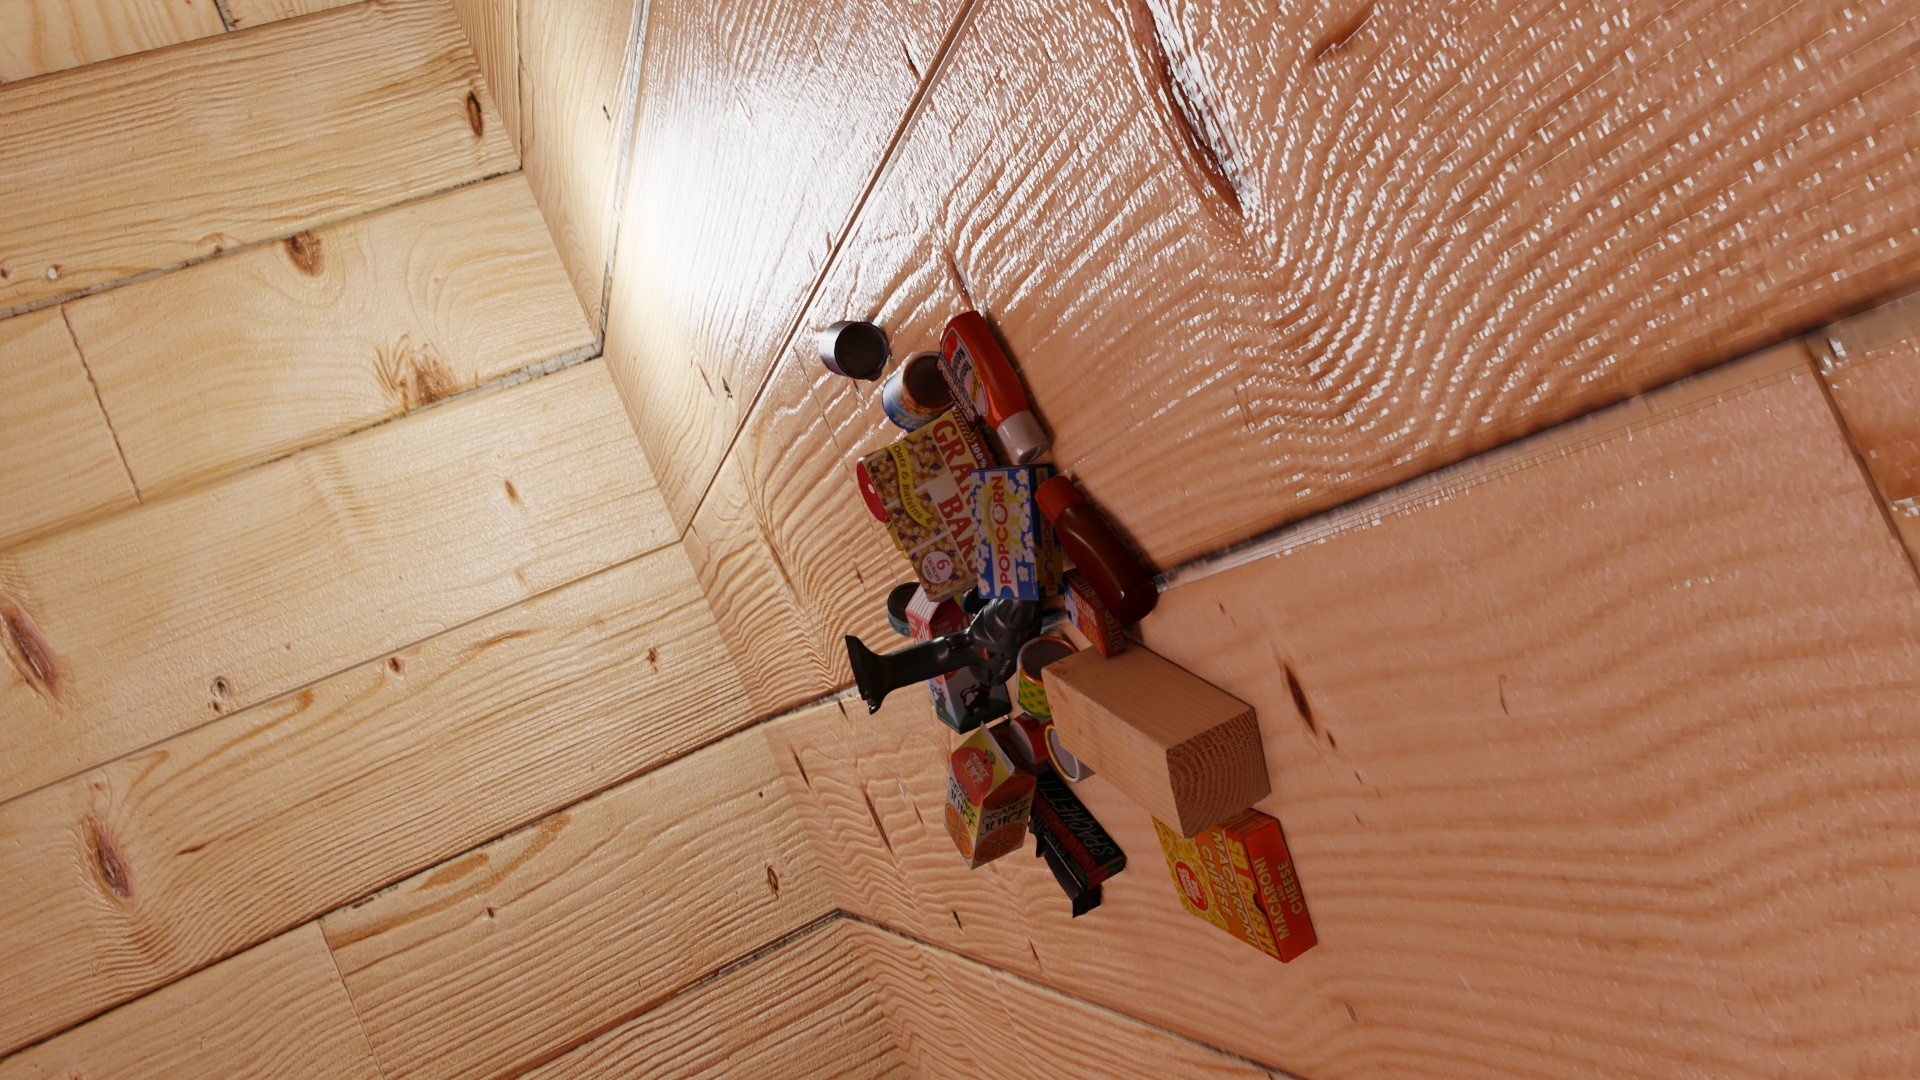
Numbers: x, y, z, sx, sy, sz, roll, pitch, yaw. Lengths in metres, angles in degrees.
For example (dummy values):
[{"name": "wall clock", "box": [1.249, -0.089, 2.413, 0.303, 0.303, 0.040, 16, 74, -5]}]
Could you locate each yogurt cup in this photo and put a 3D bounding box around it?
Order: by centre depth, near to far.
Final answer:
[{"name": "yogurt cup", "box": [0.090, 0.211, 1.522, 0.072, 0.054, 0.072, 53, 157, 35]}]

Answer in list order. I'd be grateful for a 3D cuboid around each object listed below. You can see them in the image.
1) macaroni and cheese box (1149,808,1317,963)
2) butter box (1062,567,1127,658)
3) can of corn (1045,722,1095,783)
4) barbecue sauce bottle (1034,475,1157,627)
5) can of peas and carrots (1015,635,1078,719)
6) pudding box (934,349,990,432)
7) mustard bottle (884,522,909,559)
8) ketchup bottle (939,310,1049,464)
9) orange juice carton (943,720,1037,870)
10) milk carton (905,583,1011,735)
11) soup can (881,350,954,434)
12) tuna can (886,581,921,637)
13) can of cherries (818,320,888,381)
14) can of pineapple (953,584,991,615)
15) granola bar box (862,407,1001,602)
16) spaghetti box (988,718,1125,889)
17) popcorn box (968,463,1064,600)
[{"name": "macaroni and cheese box", "box": [0.238, 0.293, 1.245, 0.166, 0.040, 0.123, 7, 118, 68]}, {"name": "butter box", "box": [0.123, 0.067, 1.298, 0.104, 0.024, 0.053, -130, 23, -67]}, {"name": "can of corn", "box": [0.126, 0.205, 1.415, 0.071, 0.058, 0.070, 52, 155, 37]}, {"name": "barbecue sauce bottle", "box": [0.118, 0.005, 1.240, 0.149, 0.044, 0.064, 56, 164, 31]}, {"name": "can of peas and carrots", "box": [0.092, 0.141, 1.427, 0.071, 0.071, 0.058, 52, 154, 37]}, {"name": "pudding box", "box": [0.009, -0.155, 1.373, 0.084, 0.030, 0.049, 63, 159, 12]}, {"name": "mustard bottle", "box": [-0.068, -0.029, 1.682, 0.160, 0.049, 0.065, 66, 162, 4]}, {"name": "ketchup bottle", "box": [0.033, -0.141, 1.304, 0.149, 0.044, 0.064, 60, 158, 18]}, {"name": "orange juice carton", "box": [0.033, 0.285, 1.572, 0.072, 0.073, 0.191, 54, 153, 35]}, {"name": "milk carton", "box": [-0.008, 0.126, 1.655, 0.072, 0.074, 0.190, 22, 131, 64]}, {"name": "soup can", "box": [-0.039, -0.153, 1.445, 0.071, 0.071, 0.083, 67, 160, 1]}, {"name": "tuna can", "box": [-0.059, 0.090, 1.760, 0.071, 0.071, 0.032, 54, 157, 33]}, {"name": "can of cherries", "box": [-0.122, -0.217, 1.594, 0.058, 0.072, 0.071, 22, 131, 64]}, {"name": "can of pineapple", "box": [0.016, 0.038, 1.511, 0.058, 0.071, 0.070, 54, 156, 32]}, {"name": "granola bar box", "box": [-0.009, -0.037, 1.410, 0.165, 0.124, 0.039, 64, -167, 9]}, {"name": "spaghetti box", "box": [0.100, 0.299, 1.598, 0.251, 0.050, 0.028, 47, 153, 45]}, {"name": "popcorn box", "box": [0.053, -0.008, 1.327, 0.085, 0.038, 0.126, -1, 95, 48]}]
